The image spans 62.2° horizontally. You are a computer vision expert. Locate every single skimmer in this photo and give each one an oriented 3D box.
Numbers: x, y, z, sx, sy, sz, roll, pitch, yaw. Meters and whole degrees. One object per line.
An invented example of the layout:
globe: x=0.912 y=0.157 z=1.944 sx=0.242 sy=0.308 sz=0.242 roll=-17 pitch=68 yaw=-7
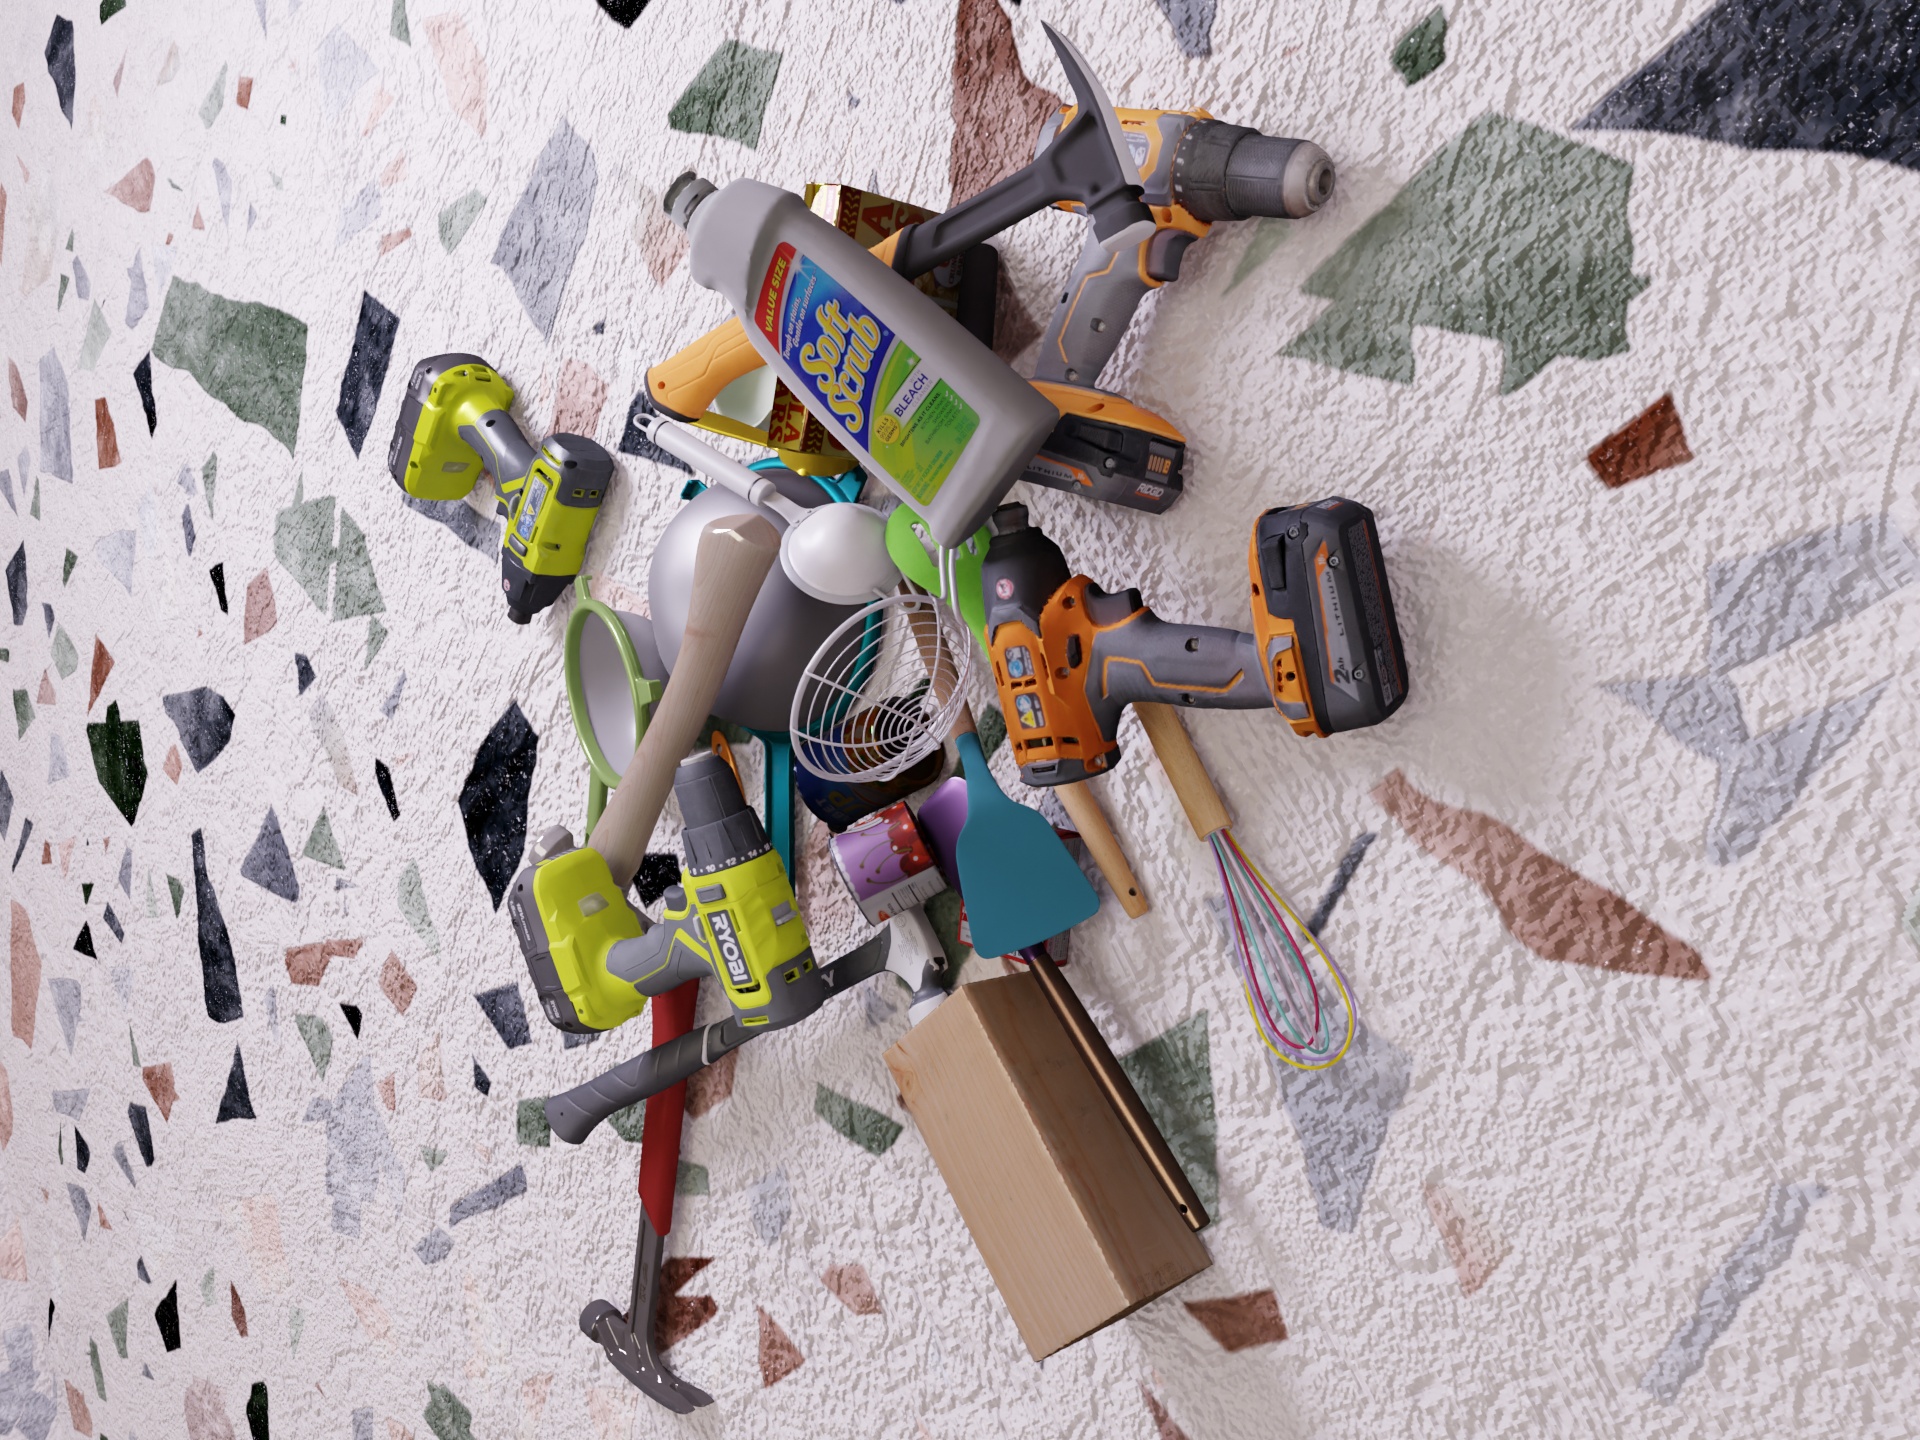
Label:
skimmer: x=-0.030 y=-0.140 z=0.987 sx=0.090 sy=0.127 sz=0.363 roll=-6 pitch=67 yaw=31

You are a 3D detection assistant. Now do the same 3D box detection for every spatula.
spatula: x=-0.002 y=-0.003 z=1.028 sx=0.082 sy=0.044 sz=0.318 roll=-24 pitch=58 yaw=8
spatula: x=0.062 y=0.166 z=0.972 sx=0.059 sy=0.018 sz=0.316 roll=-44 pitch=64 yaw=26

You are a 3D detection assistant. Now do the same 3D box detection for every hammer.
hammer: x=-0.237 y=0.365 z=1.277 sx=0.149 sy=0.036 sz=0.359 roll=17 pitch=103 yaw=40
hammer: x=-0.056 y=-0.269 z=0.936 sx=0.337 sy=0.034 sz=0.127 roll=-22 pitch=87 yaw=26
hammer: x=-0.200 y=0.019 z=1.128 sx=0.146 sy=0.038 sz=0.410 roll=37 pitch=131 yaw=7
hammer: x=-0.175 y=0.228 z=1.181 sx=0.409 sy=0.036 sz=0.149 roll=-31 pitch=69 yaw=30

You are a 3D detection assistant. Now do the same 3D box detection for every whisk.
whisk: x=0.153 y=0.085 z=0.912 sx=0.047 sy=0.051 sz=0.245 roll=-44 pitch=61 yaw=40

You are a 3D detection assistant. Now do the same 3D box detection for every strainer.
strainer: x=-0.129 y=-0.151 z=1.077 sx=0.259 sy=0.087 sz=0.050 roll=32 pitch=149 yaw=22
strainer: x=-0.160 y=-0.022 z=1.151 sx=0.211 sy=0.095 sz=0.340 roll=2 pitch=94 yaw=41
strainer: x=-0.263 y=0.016 z=1.278 sx=0.152 sy=0.069 sz=0.256 roll=51 pitch=140 yaw=36

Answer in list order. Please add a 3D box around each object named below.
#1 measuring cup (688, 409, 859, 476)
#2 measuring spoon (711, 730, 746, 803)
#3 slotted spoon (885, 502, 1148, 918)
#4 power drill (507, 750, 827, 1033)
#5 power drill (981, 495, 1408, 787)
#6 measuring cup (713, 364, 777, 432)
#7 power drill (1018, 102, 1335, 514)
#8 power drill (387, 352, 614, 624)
measuring cup: x=-0.142 y=-0.209 z=1.106 sx=0.156 sy=0.062 sz=0.029 roll=18 pitch=131 yaw=11
measuring spoon: x=-0.176 y=0.063 z=1.225 sx=0.021 sy=0.011 sz=0.117 roll=-29 pitch=73 yaw=39
slotted spoon: x=0.040 y=-0.016 z=1.008 sx=0.314 sy=0.070 sz=0.031 roll=62 pitch=159 yaw=14
power drill: x=-0.212 y=0.131 z=1.127 sx=0.228 sy=0.080 sz=0.190 roll=-15 pitch=96 yaw=35
power drill: x=0.115 y=-0.056 z=0.875 sx=0.226 sy=0.084 sz=0.164 roll=-10 pitch=100 yaw=31
measuring cup: x=-0.127 y=-0.286 z=1.152 sx=0.083 sy=0.038 sz=0.167 roll=41 pitch=116 yaw=33
power drill: x=0.108 y=-0.238 z=0.917 sx=0.185 sy=0.084 sz=0.226 roll=21 pitch=101 yaw=38
power drill: x=-0.400 y=-0.203 z=1.376 sx=0.223 sy=0.080 sz=0.171 roll=42 pitch=118 yaw=29
